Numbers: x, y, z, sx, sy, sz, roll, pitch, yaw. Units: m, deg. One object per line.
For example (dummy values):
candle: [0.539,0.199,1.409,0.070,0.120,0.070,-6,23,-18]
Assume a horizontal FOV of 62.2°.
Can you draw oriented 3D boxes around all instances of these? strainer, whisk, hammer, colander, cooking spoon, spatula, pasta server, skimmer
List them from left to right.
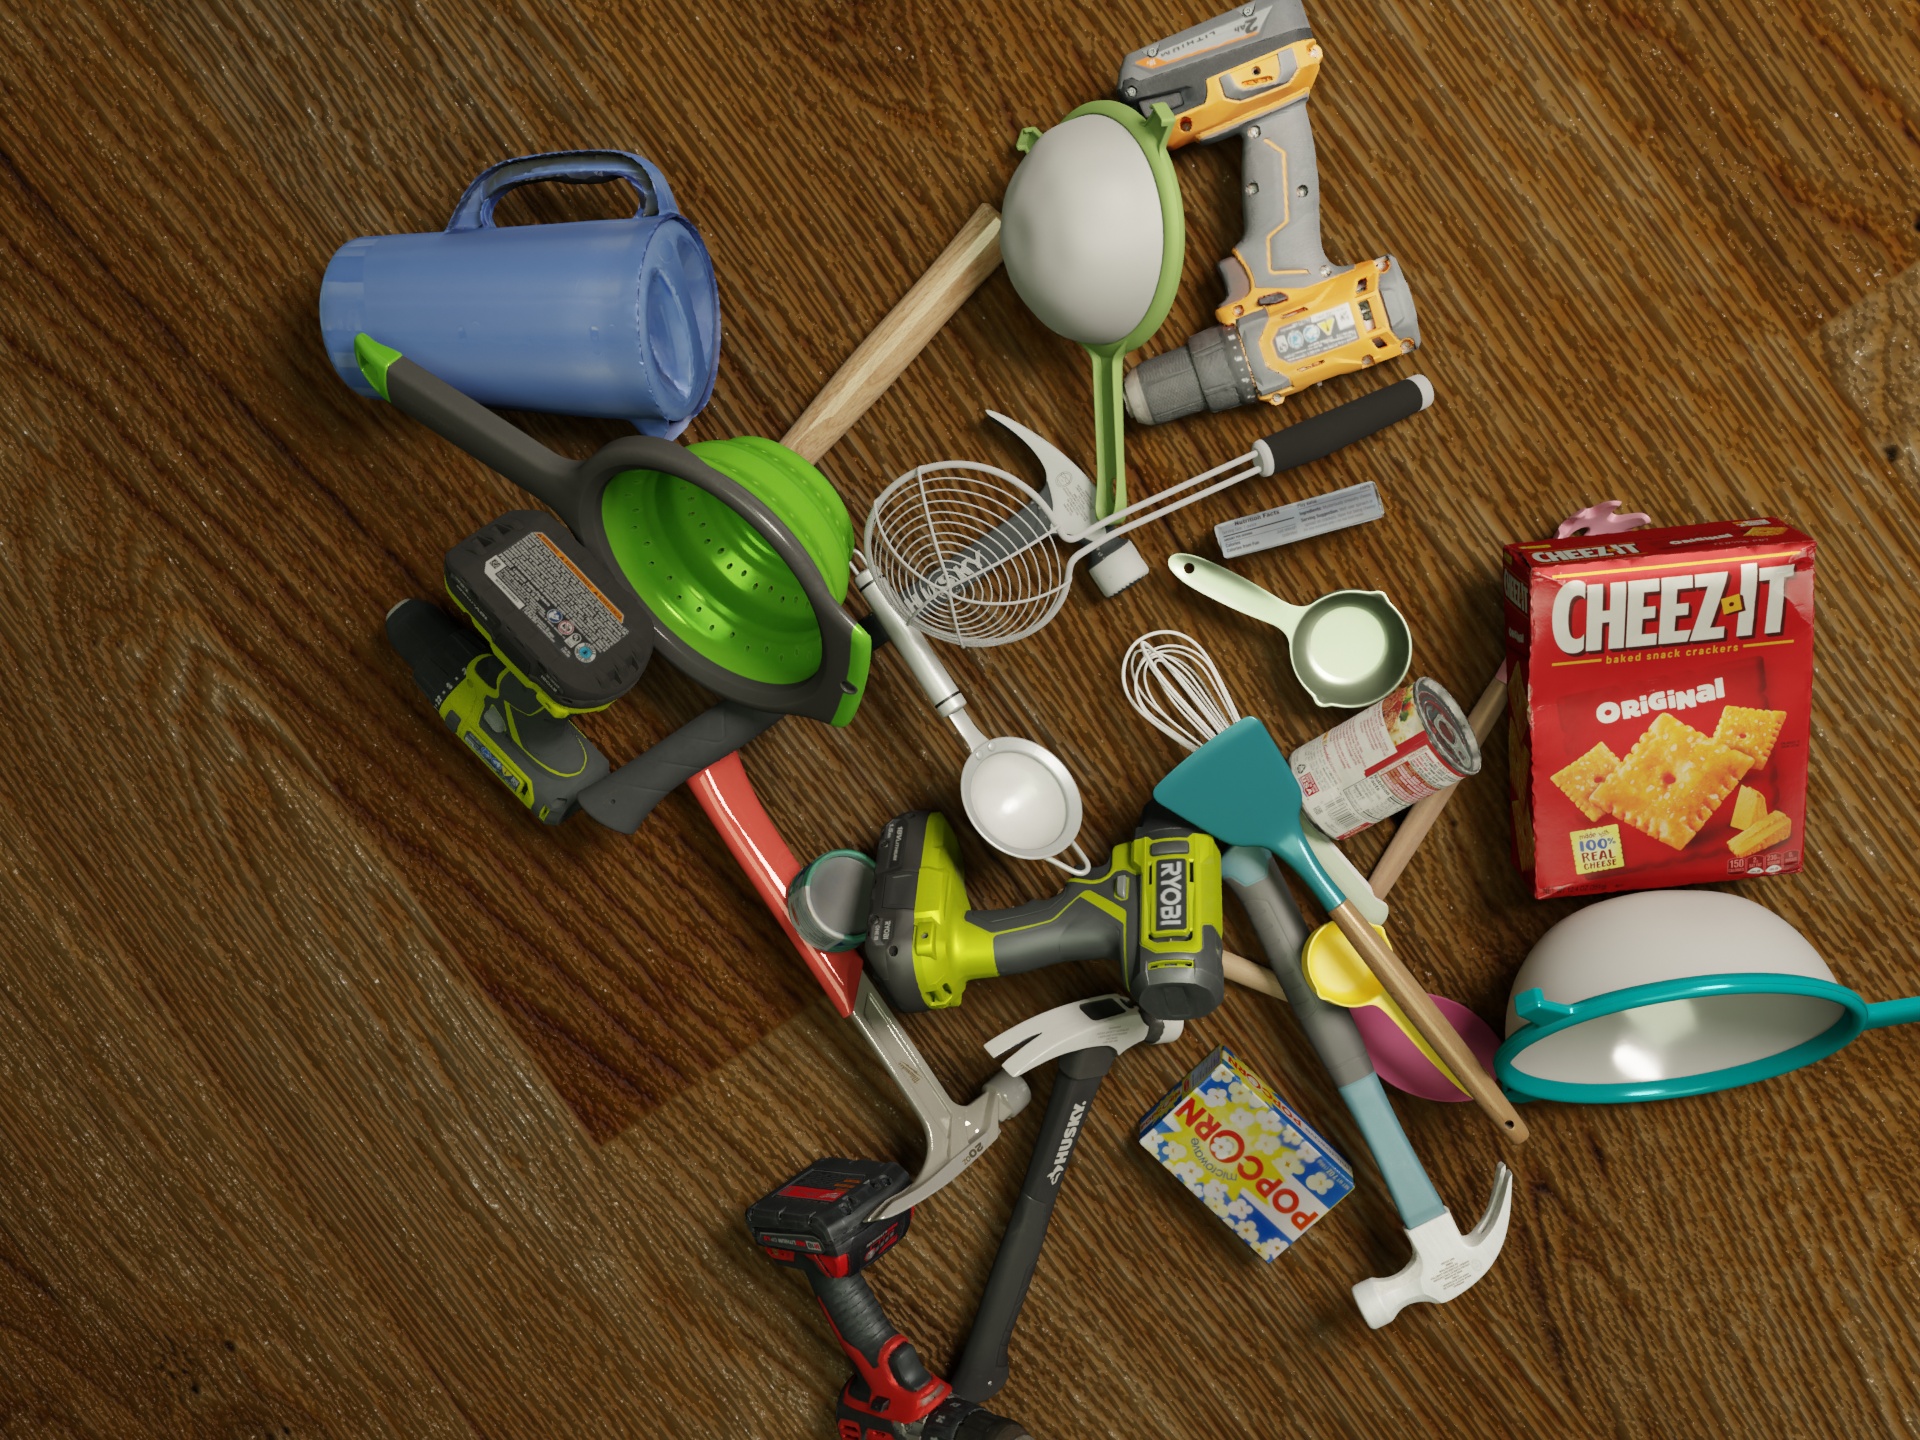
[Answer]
colander: [-0.202,-0.153,1.004,0.397,0.094,0.204,33,147,8]
hammer: [-0.102,0.161,1.102,0.359,0.149,0.036,55,146,3]
hammer: [-0.085,-0.210,1.063,0.130,0.031,0.331,41,102,-10]
hammer: [-0.084,-0.049,1.066,0.409,0.036,0.149,-33,90,5]
strainer: [-0.002,-0.003,1.027,0.258,0.087,0.050,57,143,3]
hammer: [0.047,0.342,1.110,0.035,0.146,0.334,38,119,47]
strainer: [0.068,-0.244,0.978,0.069,0.152,0.256,-14,109,-29]
skimmer: [0.120,-0.149,0.986,0.363,0.090,0.127,-24,123,-13]
whisk: [0.196,0.040,1.046,0.059,0.058,0.246,-41,90,6]
cooking spoon: [0.214,0.180,1.087,0.319,0.017,0.069,21,90,6]
hammer: [0.255,0.226,1.056,0.128,0.033,0.331,-26,86,5]
spatula: [0.250,0.139,0.994,0.082,0.044,0.317,-40,86,15]
pasta server: [0.338,0.001,1.023,0.060,0.040,0.316,26,105,-6]
strainer: [0.491,0.150,0.967,0.340,0.210,0.095,-10,59,11]

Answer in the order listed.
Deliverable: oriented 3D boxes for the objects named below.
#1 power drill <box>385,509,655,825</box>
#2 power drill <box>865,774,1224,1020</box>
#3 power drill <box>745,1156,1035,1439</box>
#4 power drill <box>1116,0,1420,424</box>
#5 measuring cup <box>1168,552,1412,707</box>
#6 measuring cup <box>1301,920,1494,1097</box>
power drill: [-0.303,-0.042,1.067,0.190,0.080,0.228,46,146,0]
power drill: [0.060,0.114,1.046,0.223,0.171,0.080,-6,139,14]
power drill: [-0.044,0.428,1.113,0.188,0.080,0.226,-14,99,49]
power drill: [0.164,-0.304,0.984,0.185,0.084,0.226,-18,100,15]
measuring cup: [0.212,-0.069,1.036,0.167,0.038,0.083,28,104,7]
measuring cup: [0.284,0.191,1.026,0.156,0.029,0.062,44,80,2]
